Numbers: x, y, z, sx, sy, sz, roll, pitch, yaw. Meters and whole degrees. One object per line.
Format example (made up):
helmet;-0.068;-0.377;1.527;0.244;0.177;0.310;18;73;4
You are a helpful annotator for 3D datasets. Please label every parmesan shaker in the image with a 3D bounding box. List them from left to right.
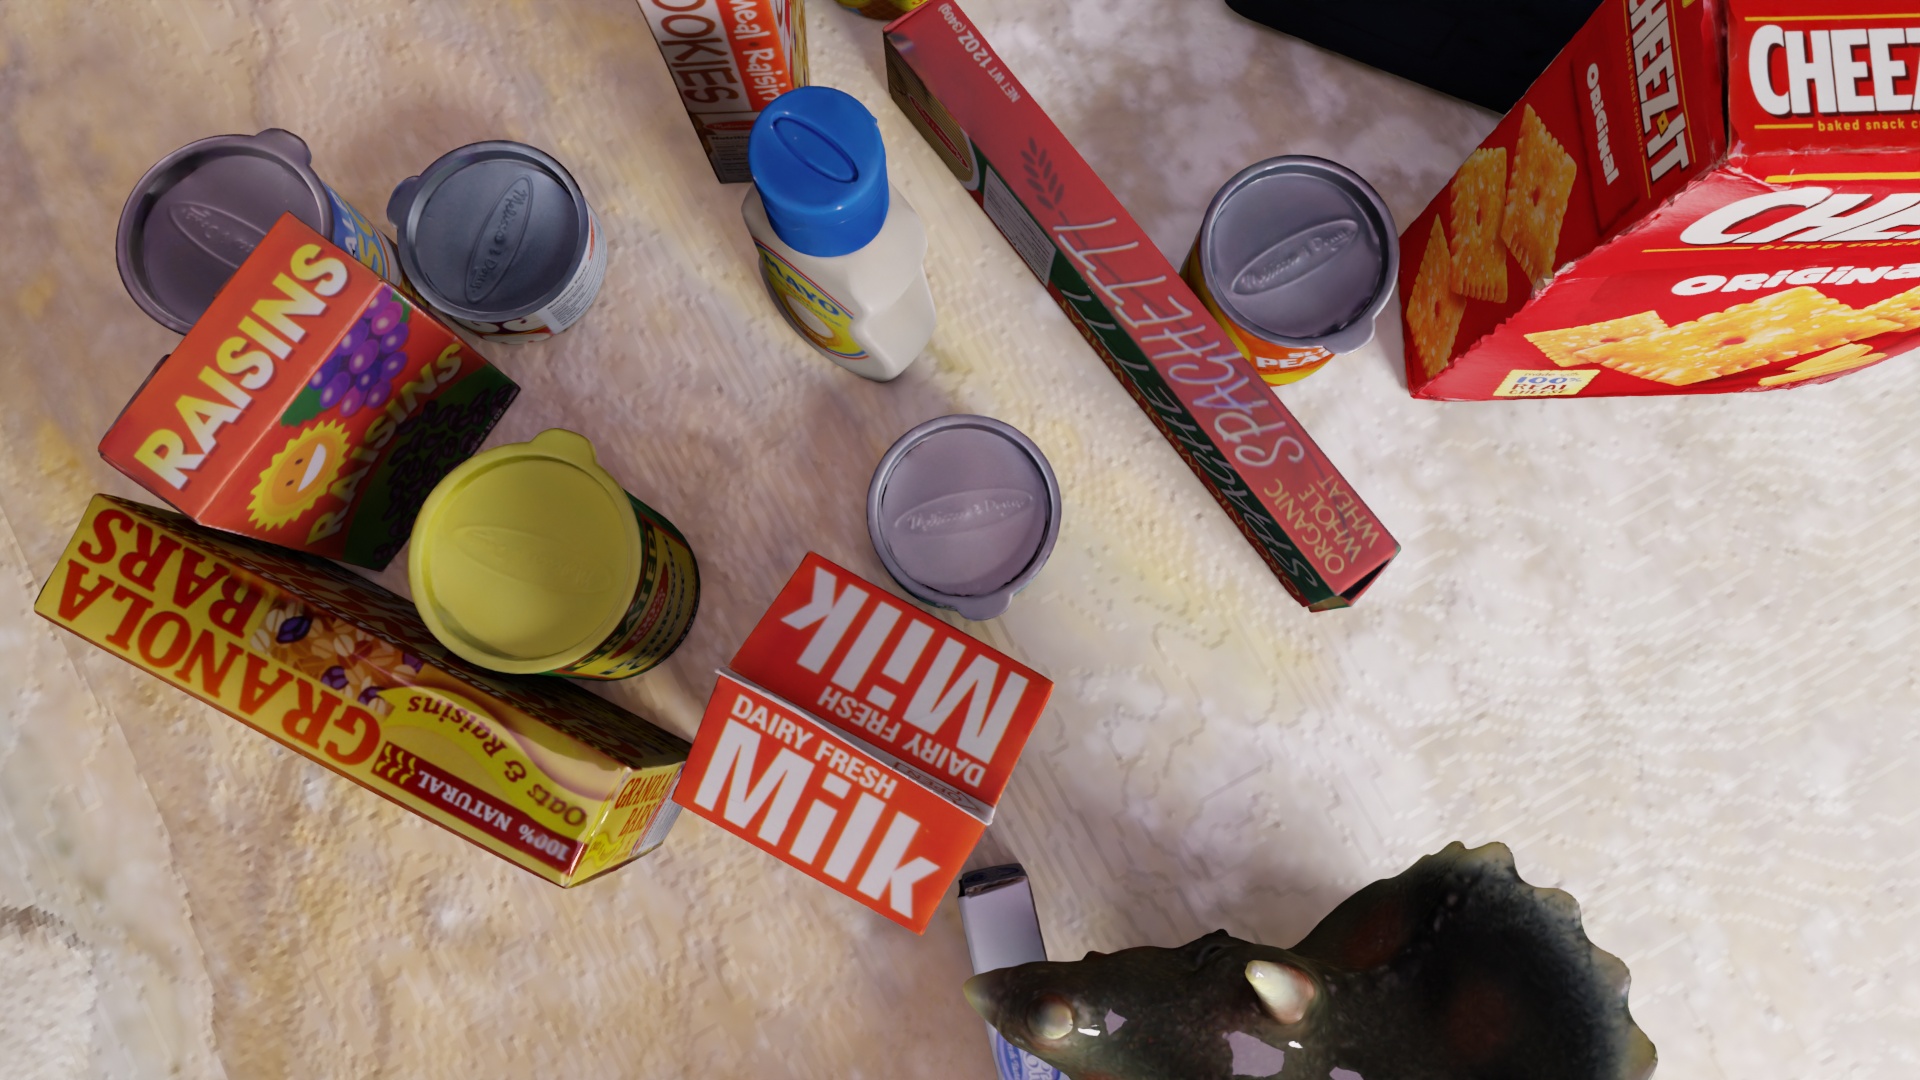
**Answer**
parmesan shaker;-0.123;0.009;0.443;0.071;0.103;0.071;0;82;0

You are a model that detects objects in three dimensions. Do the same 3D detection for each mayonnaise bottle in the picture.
mayonnaise bottle;-0.039;-0.093;0.436;0.065;0.148;0.041;38;84;4

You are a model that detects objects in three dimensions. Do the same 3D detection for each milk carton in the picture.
milk carton;-0.024;0.056;0.394;0.072;0.190;0.073;28;83;3

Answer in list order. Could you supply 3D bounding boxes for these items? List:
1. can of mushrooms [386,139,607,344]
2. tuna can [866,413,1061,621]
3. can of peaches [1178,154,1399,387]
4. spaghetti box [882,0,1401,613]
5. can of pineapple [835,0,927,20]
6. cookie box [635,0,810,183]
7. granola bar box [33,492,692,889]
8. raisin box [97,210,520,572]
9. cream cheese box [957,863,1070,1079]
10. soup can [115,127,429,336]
can of mushrooms;-0.164;-0.106;0.494;0.071;0.033;0.071;0;82;0
tuna can;0.002;-0.006;0.482;0.071;0.033;0.071;0;82;0
can of peaches;0.112;-0.089;0.482;0.071;0.058;0.071;0;82;0
spaghetti box;0.059;-0.081;0.484;0.029;0.050;0.250;-37;84;-5
can of pineapple;-0.025;-0.230;0.501;0.071;0.058;0.071;0;82;0
cookie box;-0.075;-0.204;0.441;0.040;0.167;0.123;-4;82;-1
granola bar box;-0.168;0.047;0.427;0.165;0.124;0.039;26;83;3
raisin box;-0.197;-0.041;0.440;0.040;0.123;0.086;35;84;4
cream cheese box;0.022;0.159;0.448;0.024;0.053;0.104;-14;82;-2
soup can;-0.224;-0.090;0.466;0.071;0.083;0.071;0;82;0
